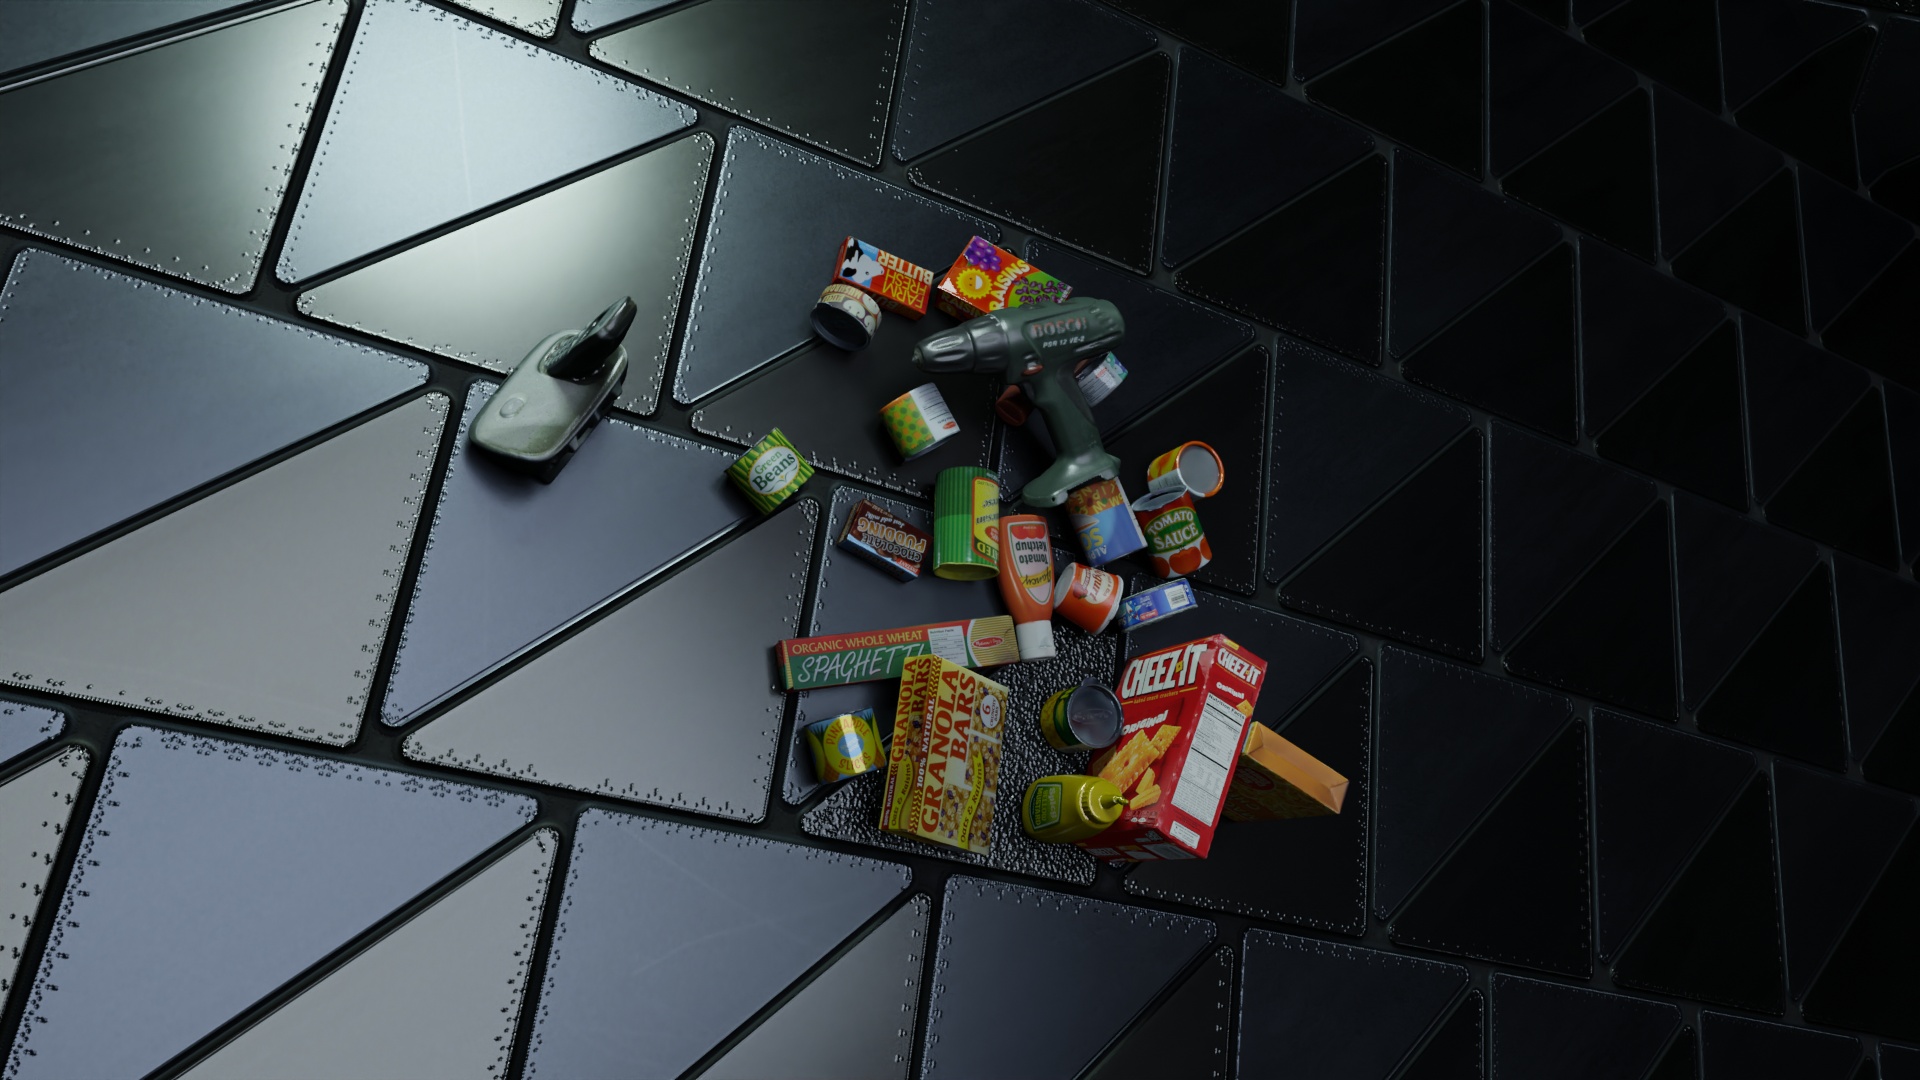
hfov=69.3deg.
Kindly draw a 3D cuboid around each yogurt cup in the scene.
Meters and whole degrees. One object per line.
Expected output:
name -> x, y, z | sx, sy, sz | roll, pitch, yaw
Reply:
yogurt cup -> 0.130, 0.058, 1.448 | 0.054, 0.072, 0.072 | 25, 65, -11

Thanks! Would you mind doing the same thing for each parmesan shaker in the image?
parmesan shaker -> 0.005, -0.018, 1.401 | 0.071, 0.071, 0.103 | 8, 72, -25

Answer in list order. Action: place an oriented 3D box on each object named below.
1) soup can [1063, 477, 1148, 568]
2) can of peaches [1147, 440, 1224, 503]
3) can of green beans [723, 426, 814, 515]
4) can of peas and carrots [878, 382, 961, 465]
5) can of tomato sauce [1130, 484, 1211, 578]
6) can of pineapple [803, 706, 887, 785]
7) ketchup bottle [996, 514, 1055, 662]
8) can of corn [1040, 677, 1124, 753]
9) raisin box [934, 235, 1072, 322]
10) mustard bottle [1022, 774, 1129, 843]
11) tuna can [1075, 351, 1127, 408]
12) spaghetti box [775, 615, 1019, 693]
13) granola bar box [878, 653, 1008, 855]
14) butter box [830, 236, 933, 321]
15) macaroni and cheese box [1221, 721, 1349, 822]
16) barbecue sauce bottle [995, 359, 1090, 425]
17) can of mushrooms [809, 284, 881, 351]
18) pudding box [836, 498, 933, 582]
soup can -> 0.151, -0.018, 1.480 | 0.071, 0.071, 0.084 | -21, 85, -30
can of peaches -> 0.253, -0.074, 1.553 | 0.071, 0.058, 0.071 | 8, 72, -25
can of green beans -> -0.181, -0.065, 1.320 | 0.058, 0.071, 0.071 | 49, 60, -7
can of peas and carrots -> -0.044, -0.119, 1.410 | 0.071, 0.070, 0.058 | -29, 90, -31
can of tomato sauce -> 0.229, -0.009, 1.505 | 0.071, 0.071, 0.083 | -31, 106, -31
can of pineapple -> -0.106, 0.189, 1.283 | 0.071, 0.070, 0.058 | -12, 82, -30
ketchup bottle -> 0.069, 0.050, 1.430 | 0.065, 0.043, 0.149 | 0, 76, -35
can of corn -> 0.122, 0.178, 1.411 | 0.071, 0.058, 0.071 | 8, 72, -25
raisin box -> 0.046, -0.262, 1.491 | 0.123, 0.040, 0.086 | 29, 63, 4
mustard bottle -> 0.113, 0.253, 1.326 | 0.049, 0.159, 0.065 | 13, 69, -23
tuna can -> 0.149, -0.175, 1.527 | 0.033, 0.071, 0.071 | 48, 60, -9
spaghetti box -> -0.059, 0.110, 1.354 | 0.251, 0.028, 0.050 | -4, 78, -28
granola bar box -> -0.014, 0.204, 1.317 | 0.124, 0.039, 0.166 | 30, 61, -46
butter box -> -0.081, -0.274, 1.458 | 0.103, 0.024, 0.053 | 20, 66, -21
macaroni and cheese box -> 0.292, 0.240, 1.418 | 0.123, 0.166, 0.040 | 33, 64, -15
barbecue sauce bottle -> 0.092, -0.186, 1.510 | 0.065, 0.043, 0.149 | 38, 62, -1
can of mushrooms -> -0.116, -0.226, 1.399 | 0.071, 0.071, 0.033 | 34, 62, -15
pudding box -> -0.075, 0.001, 1.377 | 0.083, 0.030, 0.050 | 30, 65, -17
